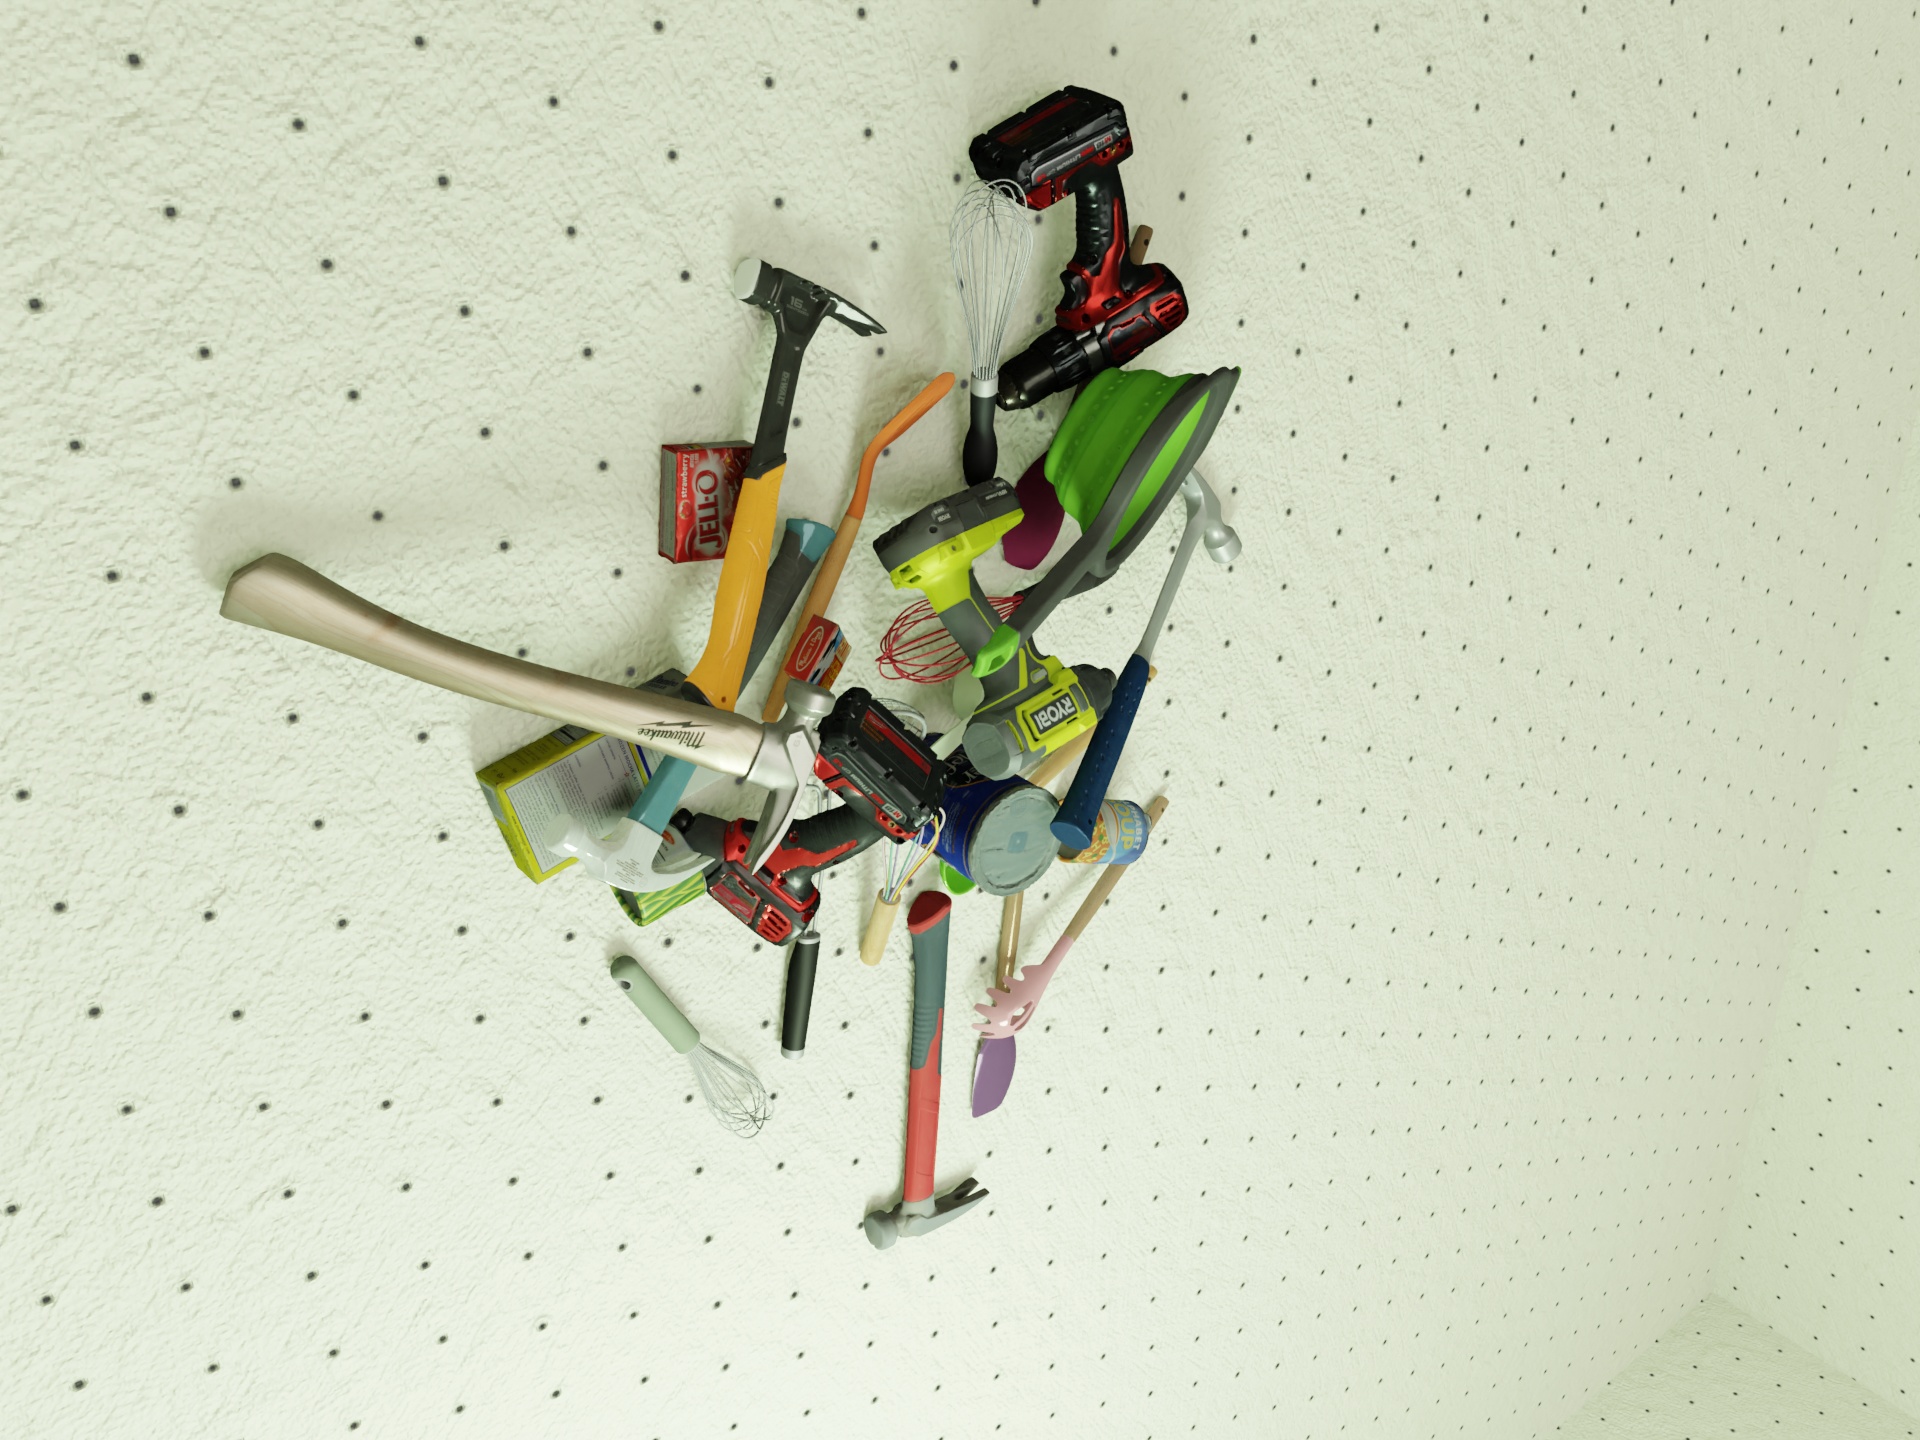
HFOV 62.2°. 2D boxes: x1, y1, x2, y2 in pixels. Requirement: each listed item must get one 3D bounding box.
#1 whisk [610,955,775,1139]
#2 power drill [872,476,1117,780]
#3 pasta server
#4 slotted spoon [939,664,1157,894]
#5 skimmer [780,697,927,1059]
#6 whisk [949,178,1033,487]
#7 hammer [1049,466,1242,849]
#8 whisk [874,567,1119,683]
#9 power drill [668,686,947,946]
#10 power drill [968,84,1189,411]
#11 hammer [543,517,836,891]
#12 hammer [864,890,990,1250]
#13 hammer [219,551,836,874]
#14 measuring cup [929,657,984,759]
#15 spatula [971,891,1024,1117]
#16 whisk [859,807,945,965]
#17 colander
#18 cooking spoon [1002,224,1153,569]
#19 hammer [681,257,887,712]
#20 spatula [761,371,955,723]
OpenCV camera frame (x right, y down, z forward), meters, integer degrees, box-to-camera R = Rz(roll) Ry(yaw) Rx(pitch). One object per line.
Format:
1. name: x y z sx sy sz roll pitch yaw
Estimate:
1. whisk: -0.231 0.283 1.379 0.246 0.058 0.059 60 35 -36
2. power drill: 0.036 -0.080 1.326 0.171 0.080 0.223 -29 93 -43
3. pasta server: 0.119 0.198 1.627 0.316 0.040 0.060 -52 139 -20
4. slotted spoon: 0.086 0.050 1.546 0.314 0.031 0.070 -43 131 -19
5. skimmer: -0.110 0.146 1.381 0.127 0.090 0.363 -5 112 -37
6. whisk: 0.021 -0.300 1.279 0.070 0.070 0.284 -29 143 -27
7. hammer: 0.164 -0.065 1.454 0.143 0.035 0.406 52 51 -38
8. whisk: 0.041 -0.099 1.421 0.296 0.073 0.073 -26 124 -36
9. power drill: -0.128 0.079 1.279 0.143 0.079 0.219 43 118 -14
10. power drill: 0.082 -0.378 1.309 0.188 0.080 0.226 -32 131 -9
11. hammer: -0.188 -0.018 1.224 0.128 0.033 0.331 42 69 -41
12. hammer: -0.022 0.342 1.580 0.143 0.038 0.386 -13 118 -37
13. hammer: -0.296 -0.013 1.100 0.410 0.038 0.146 19 96 -23
14. measuring cup: -0.002 -0.005 1.411 0.167 0.038 0.083 -43 136 -39
15. spatula: 0.046 0.266 1.616 0.059 0.018 0.315 -14 119 -40
16. whisk: -0.057 0.145 1.399 0.051 0.047 0.244 -56 169 -44
17. colander: 0.092 -0.180 1.301 0.397 0.094 0.204 -49 168 -35
18. cooking spoon: 0.108 -0.286 1.416 0.068 0.017 0.319 14 100 -40
19. hammer: -0.146 -0.165 1.196 0.127 0.034 0.337 15 85 -41
20. spatula: -0.088 -0.141 1.300 0.081 0.041 0.322 -48 162 -80
